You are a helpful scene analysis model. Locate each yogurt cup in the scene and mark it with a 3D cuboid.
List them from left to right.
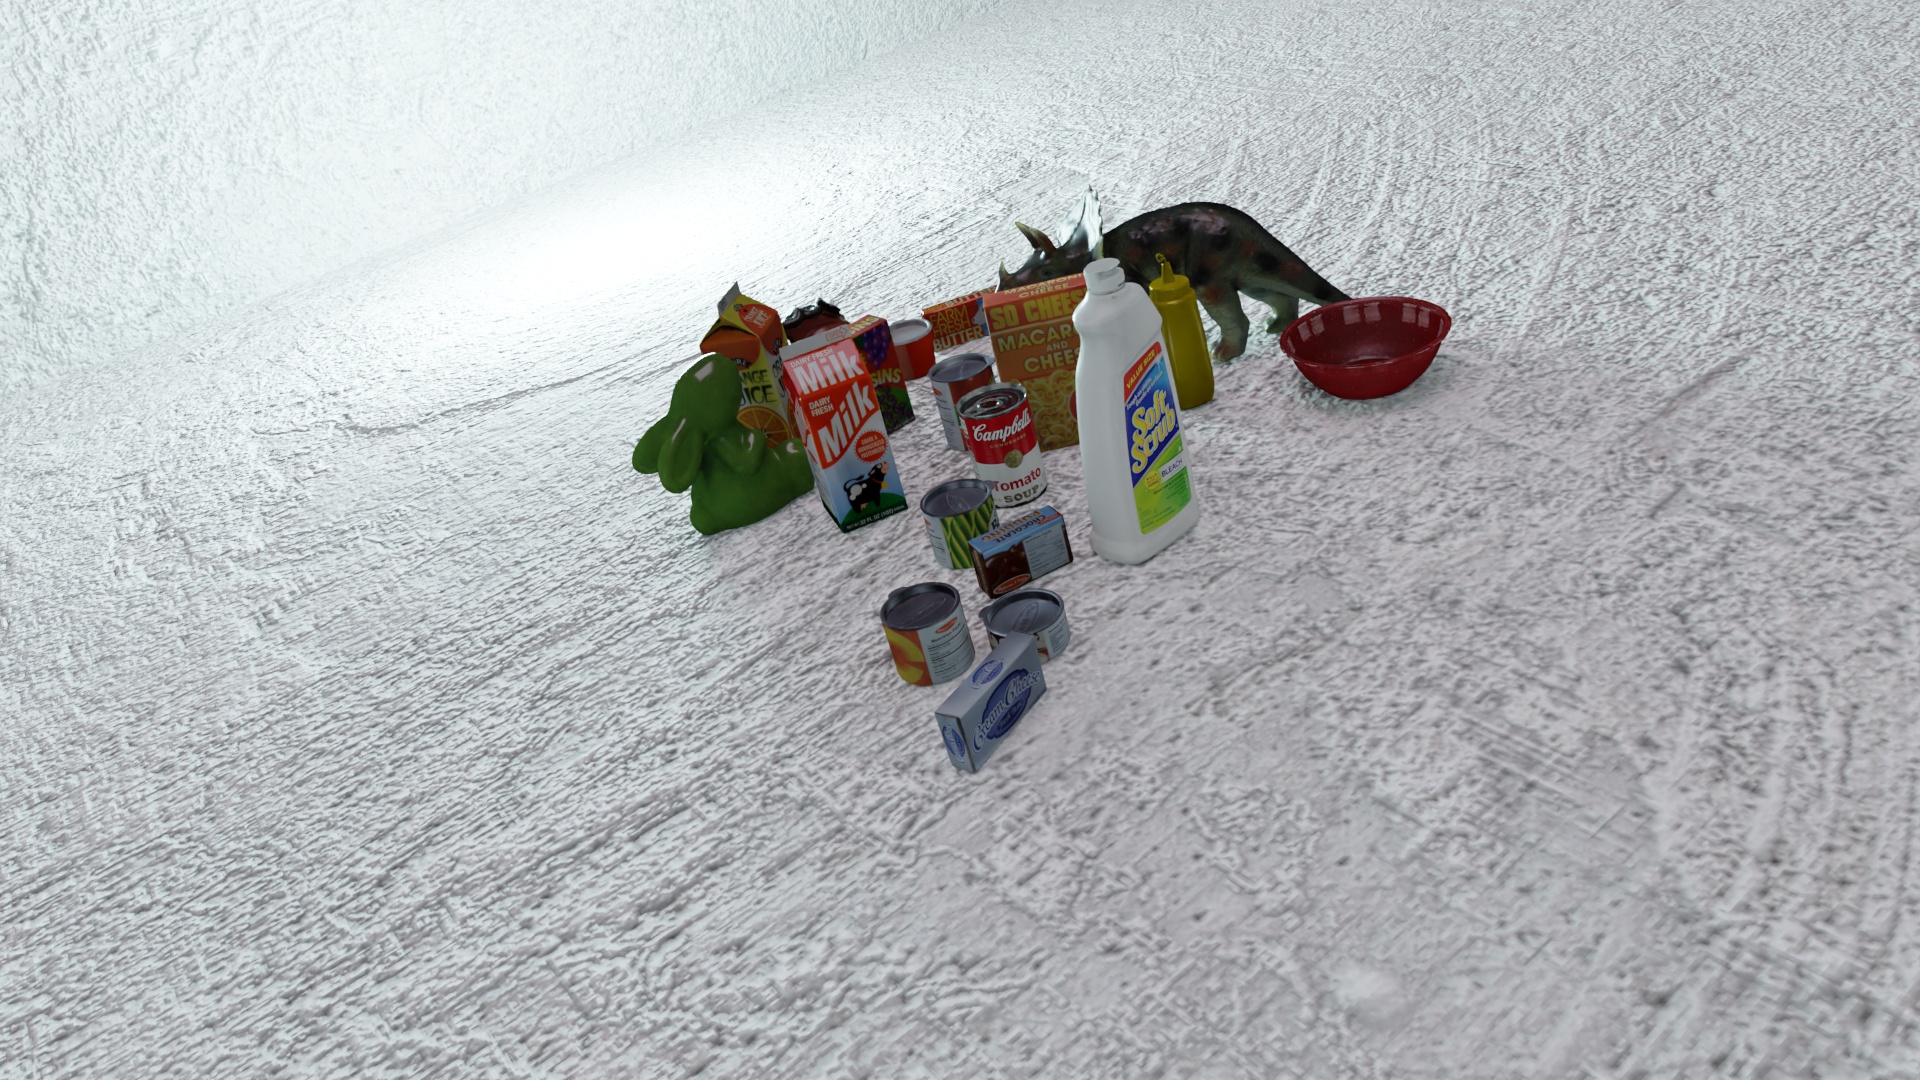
[{"bbox_3d":[-0.061,-0.225,1.645,0.072,0.053,0.073,-12,30,7],"label":"yogurt cup"}]

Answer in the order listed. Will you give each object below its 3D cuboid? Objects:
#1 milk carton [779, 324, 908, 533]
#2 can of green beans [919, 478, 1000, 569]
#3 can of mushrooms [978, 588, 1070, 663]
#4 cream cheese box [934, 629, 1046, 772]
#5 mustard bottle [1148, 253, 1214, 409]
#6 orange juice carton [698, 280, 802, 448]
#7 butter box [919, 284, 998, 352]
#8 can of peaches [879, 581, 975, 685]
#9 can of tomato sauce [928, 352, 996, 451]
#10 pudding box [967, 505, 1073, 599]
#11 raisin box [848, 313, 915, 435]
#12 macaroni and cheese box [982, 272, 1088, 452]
[{"bbox_3d":[-0.116,-0.111,1.341,0.072,0.189,0.073,-23,30,-12],"label":"milk carton"},{"bbox_3d":[0.002,-0.015,1.256,0.071,0.057,0.071,-12,30,7],"label":"can of green beans"},{"bbox_3d":[0.051,0.070,1.113,0.071,0.033,0.071,-12,30,7],"label":"can of mushrooms"},{"bbox_3d":[0.025,0.118,1.024,0.024,0.053,0.104,9,38,37],"label":"cream cheese box"},{"bbox_3d":[0.217,-0.212,1.386,0.049,0.159,0.065,-19,29,-6],"label":"mustard bottle"},{"bbox_3d":[-0.224,-0.182,1.510,0.073,0.191,0.072,-6,31,16],"label":"orange juice carton"},{"bbox_3d":[0.006,-0.270,1.692,0.103,0.053,0.024,-18,29,-5],"label":"butter box"},{"bbox_3d":[-0.027,0.074,1.118,0.071,0.057,0.071,-12,30,7],"label":"can of peaches"},{"bbox_3d":[0.010,-0.145,1.446,0.071,0.082,0.071,-12,30,7],"label":"can of tomato sauce"},{"bbox_3d":[0.052,0.009,1.199,0.084,0.049,0.030,-25,31,-16],"label":"pudding box"},{"bbox_3d":[-0.105,-0.170,1.504,0.086,0.122,0.040,-33,34,-28],"label":"raisin box"},{"bbox_3d":[0.099,-0.175,1.372,0.124,0.165,0.040,-12,30,7],"label":"macaroni and cheese box"}]
